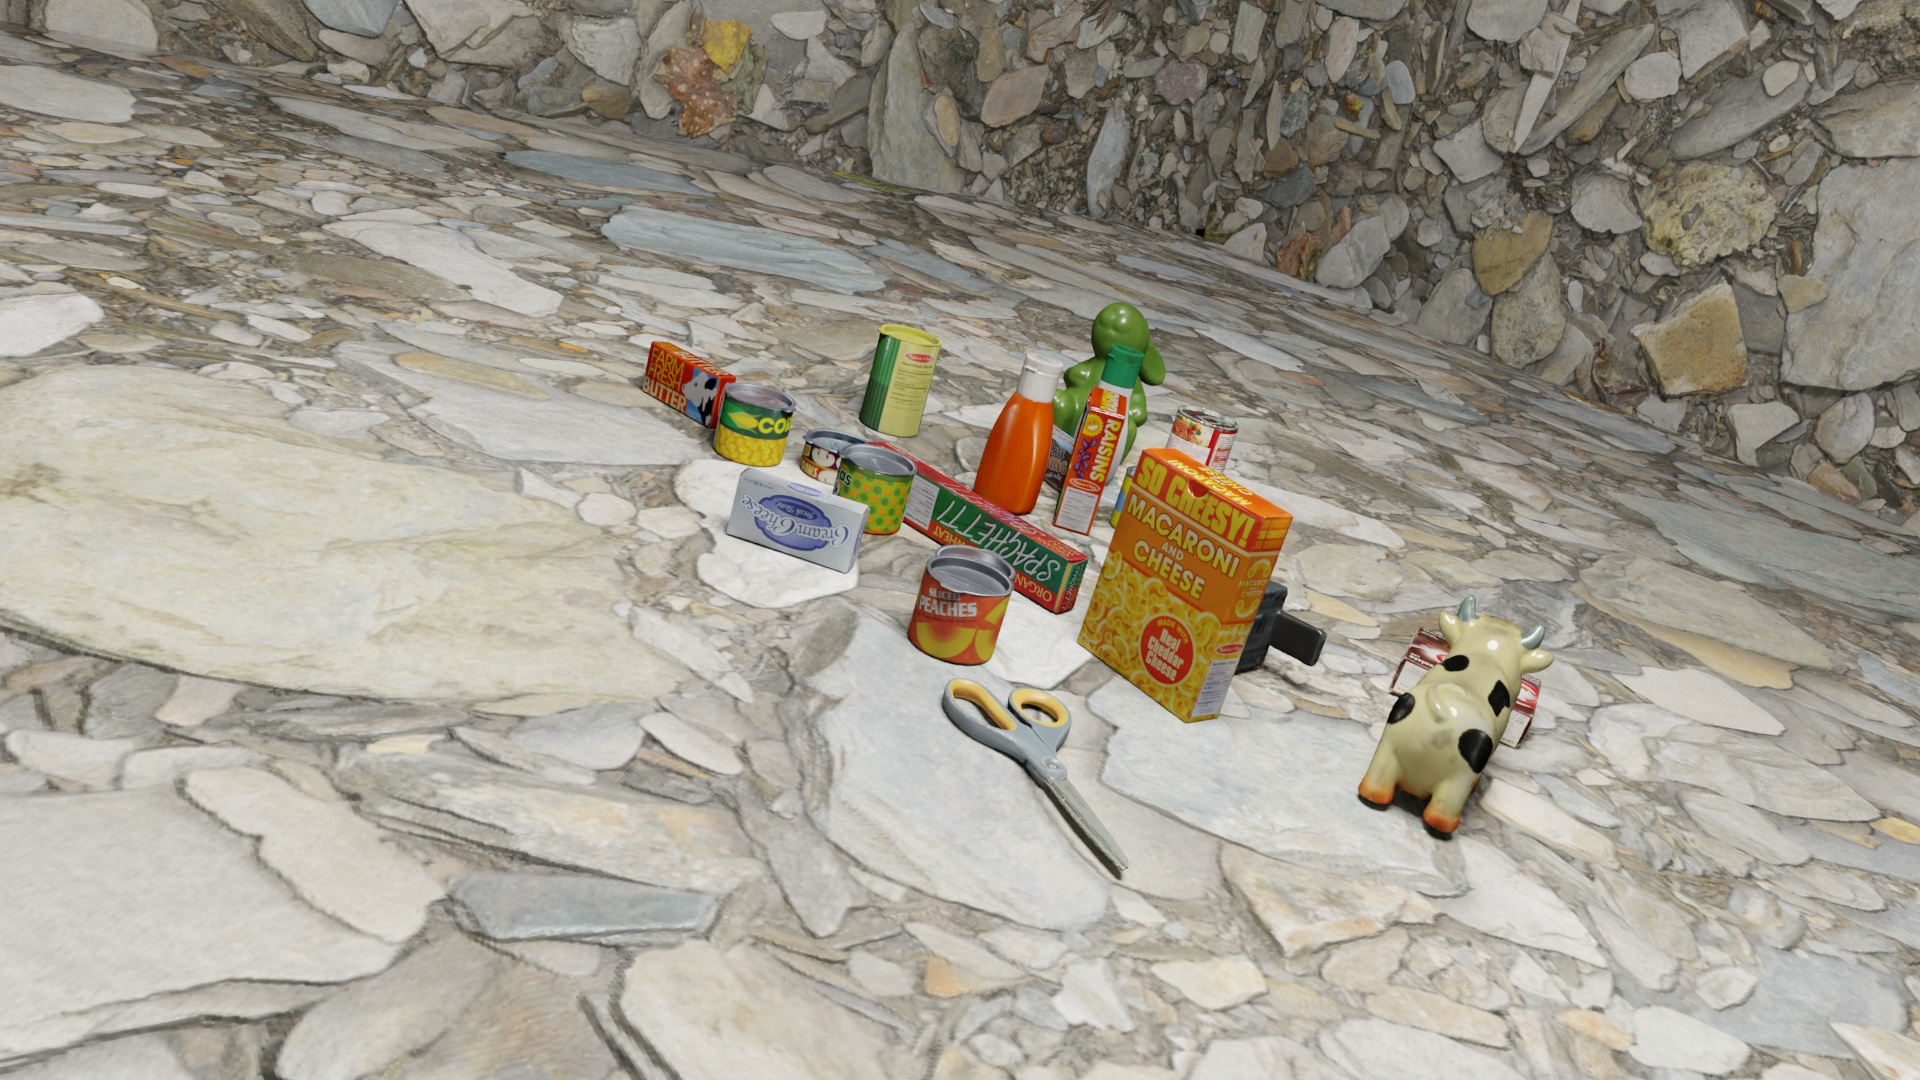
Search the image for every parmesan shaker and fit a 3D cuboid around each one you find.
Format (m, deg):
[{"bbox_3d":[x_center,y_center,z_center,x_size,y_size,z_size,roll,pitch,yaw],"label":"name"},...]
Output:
[{"bbox_3d":[-0.066,-0.168,1.457,0.071,0.102,0.071,14,20,-5],"label":"parmesan shaker"}]

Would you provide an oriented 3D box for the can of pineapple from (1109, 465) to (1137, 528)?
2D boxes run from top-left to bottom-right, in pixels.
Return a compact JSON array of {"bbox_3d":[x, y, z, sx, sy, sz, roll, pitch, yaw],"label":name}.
[{"bbox_3d":[0.187,-0.034,1.366,0.071,0.057,0.071,14,20,-5],"label":"can of pineapple"}]

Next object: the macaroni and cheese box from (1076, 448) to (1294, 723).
[{"bbox_3d":[0.162,0.031,1.026,0.040,0.165,0.124,-2,27,-41],"label":"macaroni and cheese box"}]

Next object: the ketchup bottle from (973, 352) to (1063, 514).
[{"bbox_3d":[0.059,-0.103,1.318,0.065,0.148,0.044,29,24,31],"label":"ketchup bottle"}]

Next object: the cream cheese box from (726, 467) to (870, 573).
[{"bbox_3d":[-0.128,-0.016,1.092,0.104,0.053,0.024,18,20,5],"label":"cream cheese box"}]

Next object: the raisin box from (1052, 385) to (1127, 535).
[{"bbox_3d":[0.125,-0.078,1.339,0.040,0.123,0.086,17,20,3],"label":"raisin box"}]

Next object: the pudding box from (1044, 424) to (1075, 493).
[{"bbox_3d":[0.102,-0.086,1.446,0.030,0.049,0.084,2,25,-33],"label":"pudding box"}]

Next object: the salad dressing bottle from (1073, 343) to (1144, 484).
[{"bbox_3d":[0.155,-0.132,1.467,0.044,0.147,0.064,3,24,-32],"label":"salad dressing bottle"}]

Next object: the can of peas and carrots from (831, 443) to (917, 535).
[{"bbox_3d":[-0.078,-0.044,1.194,0.071,0.058,0.071,14,20,-5],"label":"can of peas and carrots"}]

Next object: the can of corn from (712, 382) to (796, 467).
[{"bbox_3d":[-0.187,-0.105,1.270,0.071,0.058,0.071,14,20,-5],"label":"can of corn"}]

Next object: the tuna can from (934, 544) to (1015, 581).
[{"bbox_3d":[0.009,0.031,1.102,0.071,0.032,0.071,14,21,-5],"label":"tuna can"}]

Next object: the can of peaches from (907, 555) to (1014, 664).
[{"bbox_3d":[-0.002,0.051,1.009,0.071,0.057,0.071,14,20,-5],"label":"can of peaches"}]

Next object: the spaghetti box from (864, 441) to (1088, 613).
[{"bbox_3d":[0.004,-0.015,1.193,0.250,0.050,0.029,31,25,34],"label":"spaghetti box"}]

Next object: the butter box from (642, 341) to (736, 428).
[{"bbox_3d":[-0.263,-0.151,1.340,0.103,0.053,0.024,29,24,31],"label":"butter box"}]

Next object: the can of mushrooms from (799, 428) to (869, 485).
[{"bbox_3d":[-0.116,-0.077,1.286,0.071,0.033,0.071,14,21,-5],"label":"can of mushrooms"}]
